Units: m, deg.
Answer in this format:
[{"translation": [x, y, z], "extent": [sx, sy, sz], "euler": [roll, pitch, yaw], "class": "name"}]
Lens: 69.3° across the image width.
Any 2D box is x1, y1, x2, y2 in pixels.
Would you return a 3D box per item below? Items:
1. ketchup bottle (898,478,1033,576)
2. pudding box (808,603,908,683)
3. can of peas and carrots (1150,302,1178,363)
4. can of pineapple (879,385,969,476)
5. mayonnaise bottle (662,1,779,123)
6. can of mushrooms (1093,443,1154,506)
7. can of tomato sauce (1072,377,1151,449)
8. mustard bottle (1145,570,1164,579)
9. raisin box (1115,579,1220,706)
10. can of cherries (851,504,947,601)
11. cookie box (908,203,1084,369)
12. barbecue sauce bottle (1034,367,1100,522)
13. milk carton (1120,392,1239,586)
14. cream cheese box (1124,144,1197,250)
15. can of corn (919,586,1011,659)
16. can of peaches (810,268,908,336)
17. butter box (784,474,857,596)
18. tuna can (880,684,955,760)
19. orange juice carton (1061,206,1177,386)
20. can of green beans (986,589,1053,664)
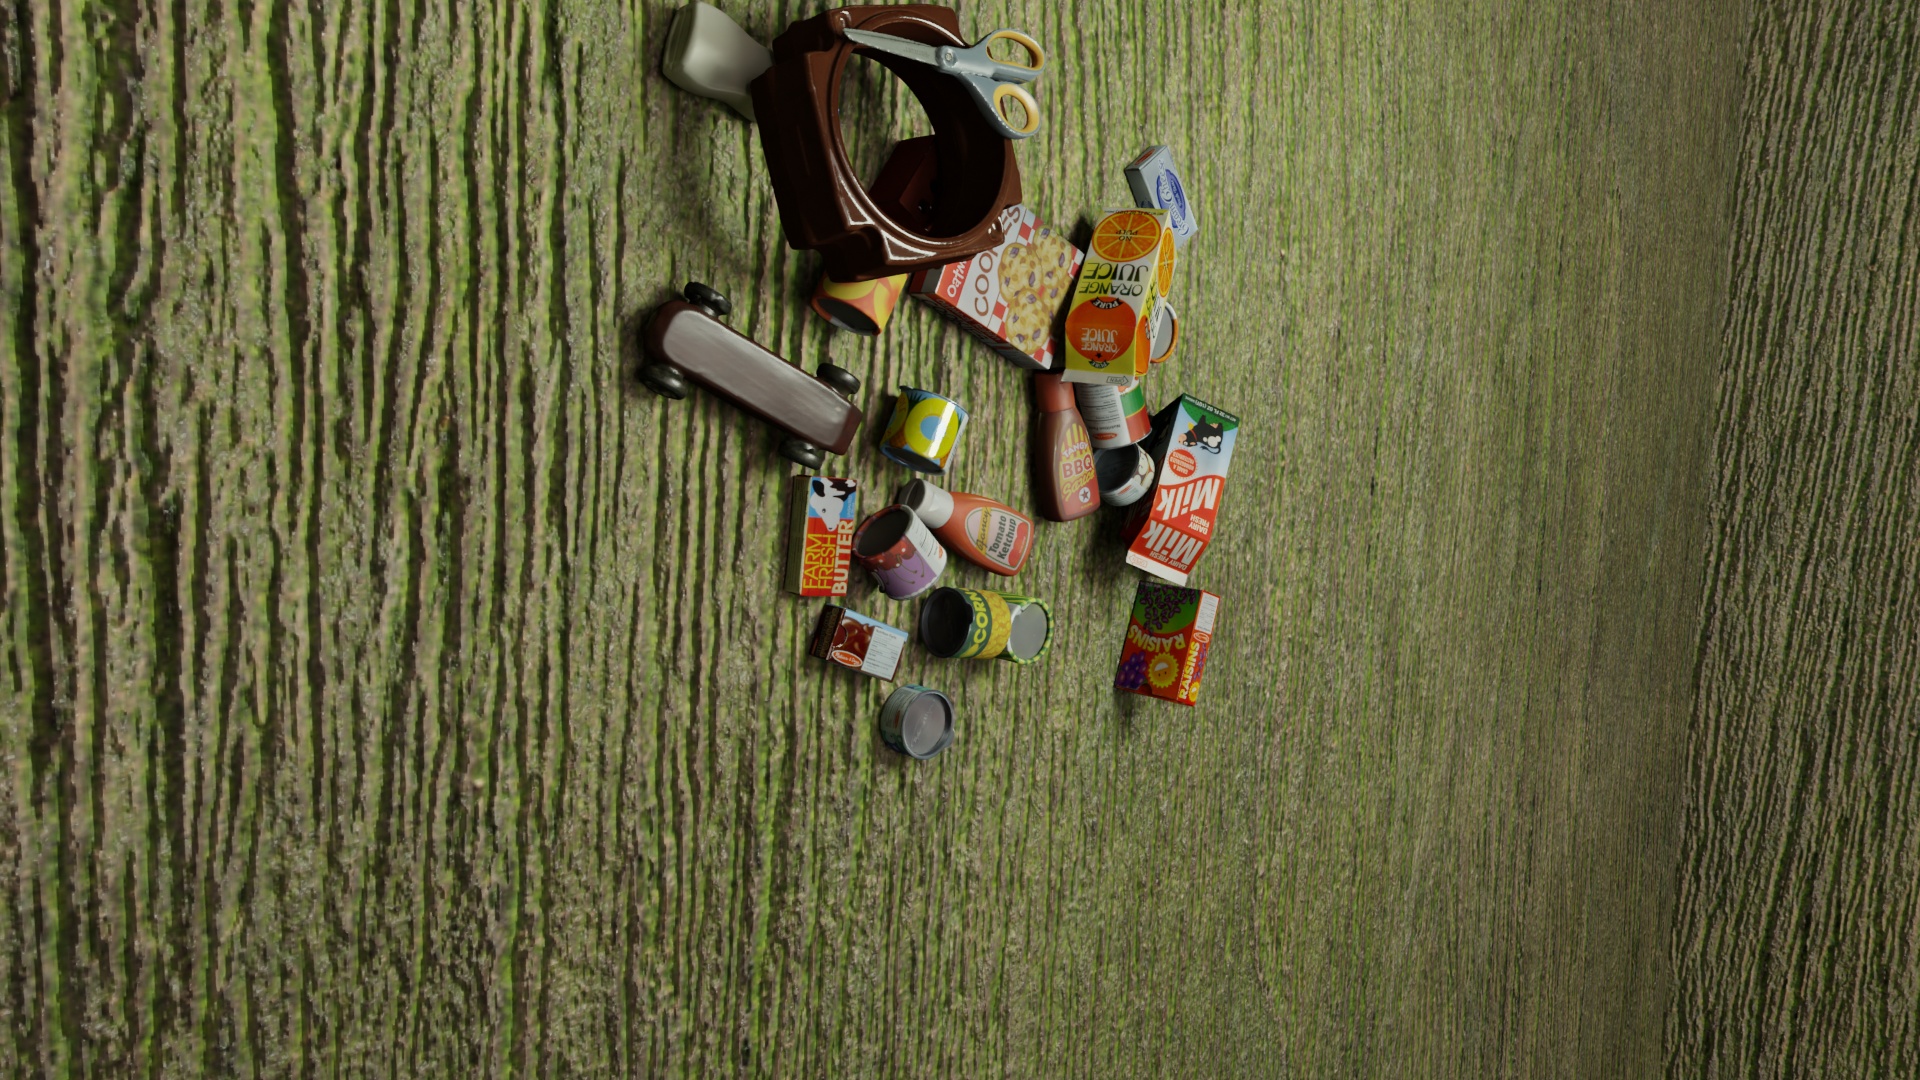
[{"translation": [0.005, -0.016, 1.299], "extent": [0.149, 0.043, 0.065], "euler": [25, 79, -42], "class": "ketchup bottle"}, {"translation": [-0.089, 0.091, 1.233], "extent": [0.083, 0.030, 0.050], "euler": [25, 80, -43], "class": "pudding box"}, {"translation": [0.181, -0.213, 1.429], "extent": [0.071, 0.058, 0.071], "euler": [-8, 101, -43], "class": "can of peas and carrots"}, {"translation": [-0.034, -0.097, 1.235], "extent": [0.071, 0.071, 0.058], "euler": [31, 75, -42], "class": "can of pineapple"}, {"translation": [-0.161, -0.361, 1.092], "extent": [0.148, 0.041, 0.065], "euler": [19, 79, -45], "class": "mayonnaise bottle"}, {"translation": [0.164, -0.072, 1.429], "extent": [0.033, 0.071, 0.071], "euler": [36, 71, -41], "class": "can of mushrooms"}, {"translation": [0.152, -0.144, 1.407], "extent": [0.071, 0.071, 0.082], "euler": [-34, 118, -35], "class": "can of tomato sauce"}, {"translation": [0.247, -0.033, 1.525], "extent": [0.065, 0.049, 0.161], "euler": [49, 63, -31], "class": "mustard bottle"}, {"translation": [0.223, 0.110, 1.497], "extent": [0.040, 0.086, 0.123], "euler": [20, 82, -45], "class": "raisin box"}, {"translation": [-0.057, 0.012, 1.230], "extent": [0.072, 0.071, 0.058], "euler": [-55, 129, -23], "class": "can of cherries"}, {"translation": [0.036, -0.250, 1.299], "extent": [0.167, 0.040, 0.123], "euler": [26, 78, -44], "class": "cookie box"}, {"translation": [0.101, -0.096, 1.380], "extent": [0.065, 0.043, 0.148], "euler": [-23, 111, -38], "class": "barbecue sauce bottle"}, {"translation": [0.225, -0.049, 1.448], "extent": [0.072, 0.073, 0.191], "euler": [22, 67, -12], "class": "milk carton"}, {"translation": [0.212, -0.358, 1.462], "extent": [0.053, 0.024, 0.103], "euler": [-46, 124, -29], "class": "cream cheese box"}, {"translation": [0.007, 0.077, 1.295], "extent": [0.058, 0.071, 0.071], "euler": [7, 91, -45], "class": "can of corn"}, {"translation": [-0.086, -0.213, 1.166], "extent": [0.071, 0.071, 0.058], "euler": [35, 73, -41], "class": "can of peaches"}, {"translation": [-0.120, -0.004, 1.194], "extent": [0.053, 0.024, 0.103], "euler": [3, 94, -43], "class": "butter box"}, {"translation": [-0.039, 0.169, 1.291], "extent": [0.071, 0.033, 0.071], "euler": [-8, 102, -43], "class": "tuna can"}, {"translation": [0.154, -0.229, 1.351], "extent": [0.072, 0.072, 0.193], "euler": [65, 38, -55], "class": "orange juice carton"}, {"translation": [0.048, 0.083, 1.344], "extent": [0.071, 0.058, 0.071], "euler": [-8, 102, -43], "class": "can of green beans"}]
